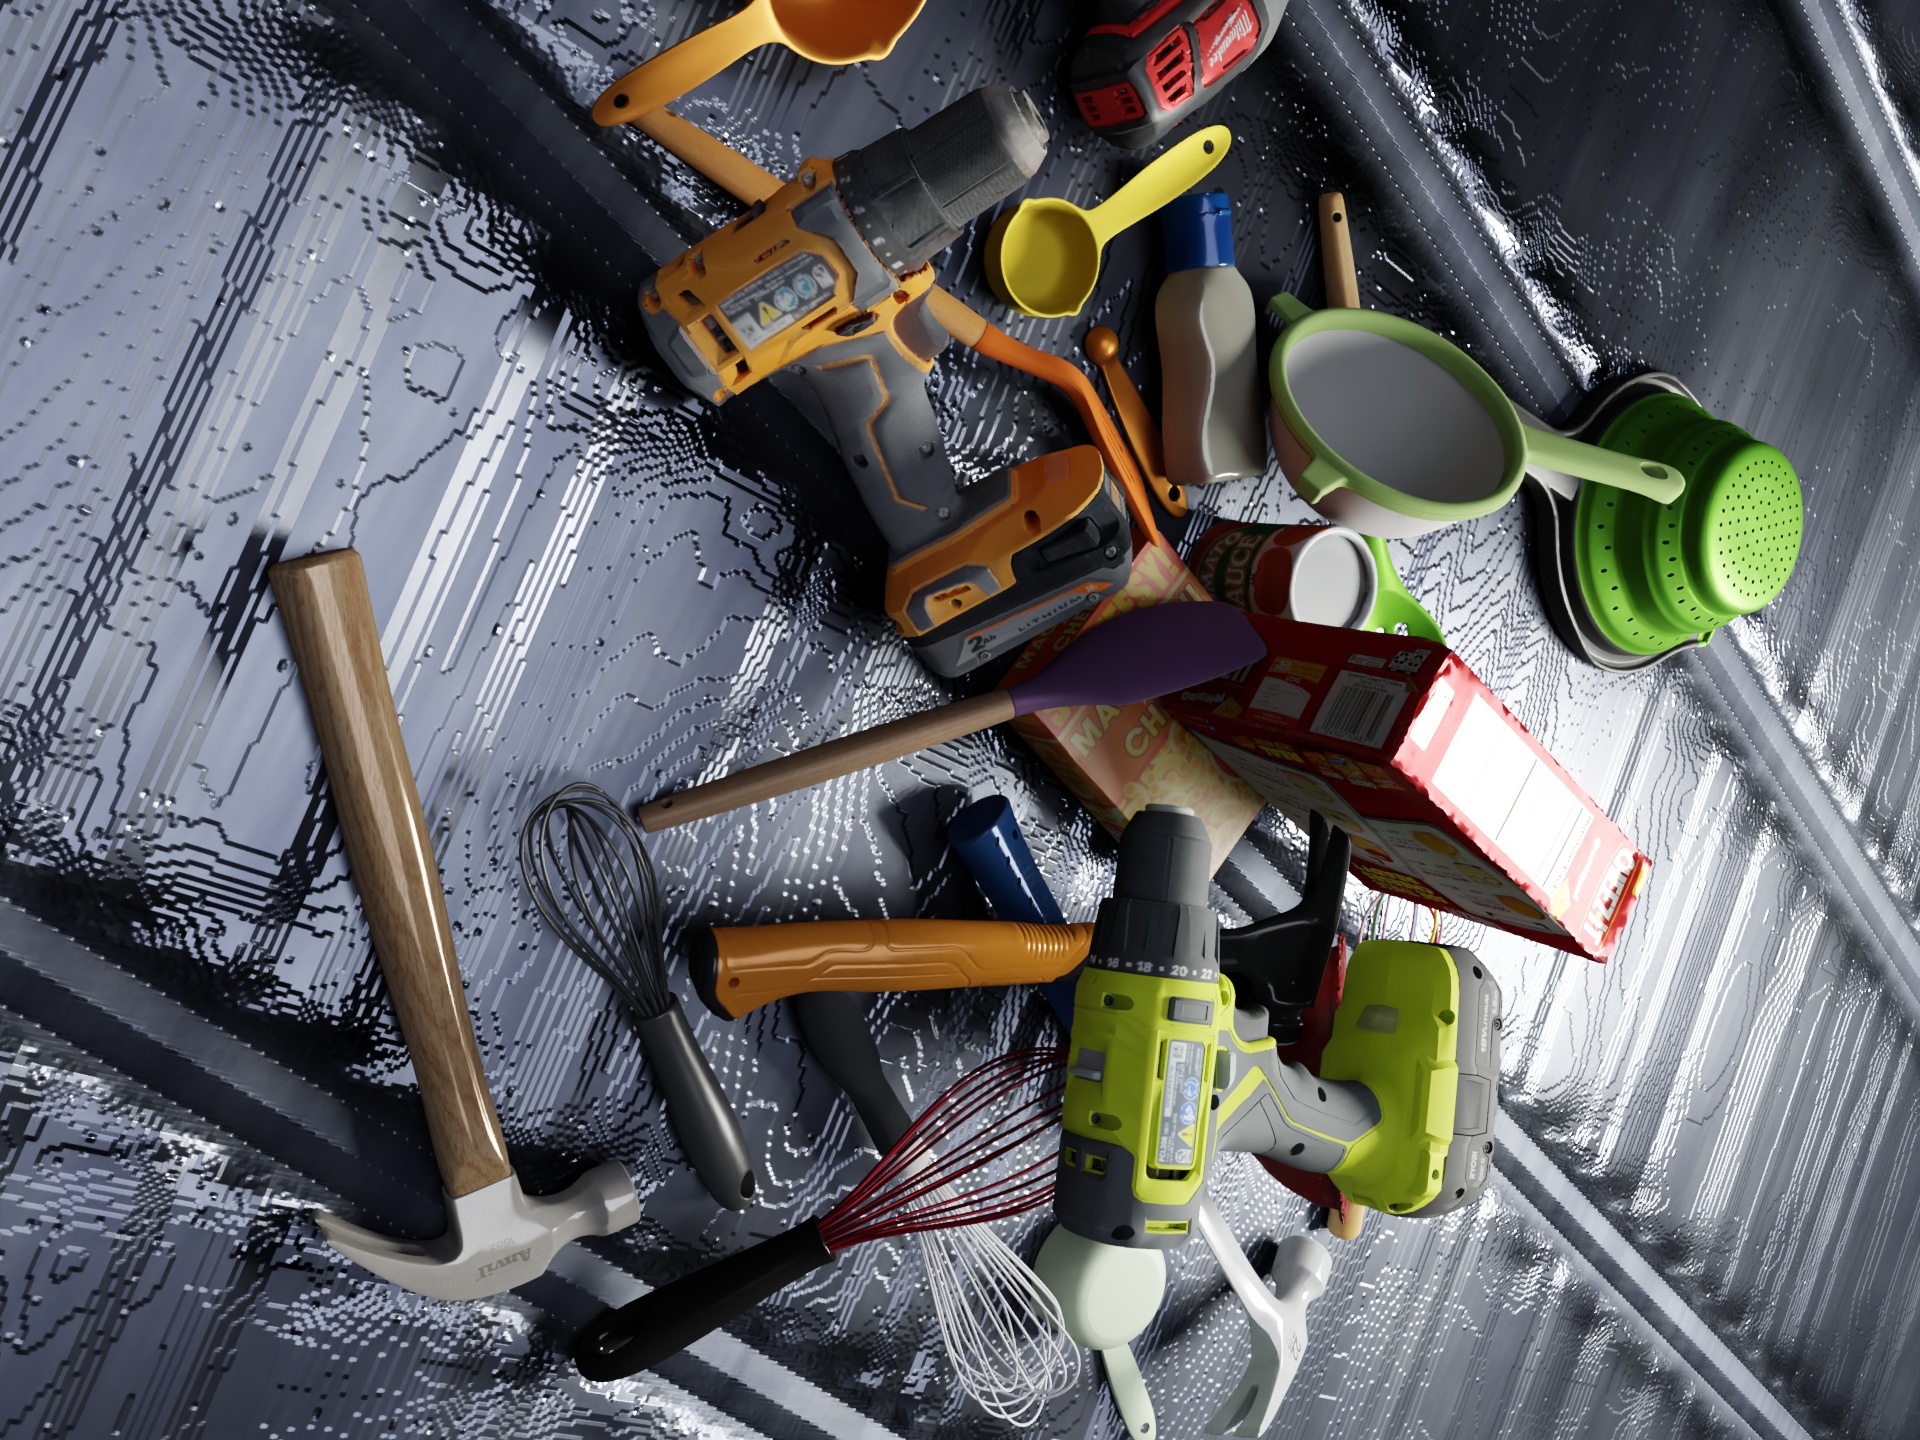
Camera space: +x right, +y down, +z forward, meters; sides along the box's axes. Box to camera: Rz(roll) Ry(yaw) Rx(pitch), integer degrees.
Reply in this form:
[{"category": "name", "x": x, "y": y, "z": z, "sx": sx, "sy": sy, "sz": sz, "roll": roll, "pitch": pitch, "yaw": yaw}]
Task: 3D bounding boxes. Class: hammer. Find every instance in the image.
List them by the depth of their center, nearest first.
[{"category": "hammer", "x": -0.233, "y": 0.093, "z": 0.670, "sx": 0.130, "sy": 0.031, "sz": 0.331, "roll": -18, "pitch": 106, "yaw": -29}, {"category": "hammer", "x": 0.037, "y": 0.106, "z": 0.770, "sx": 0.336, "sy": 0.034, "sz": 0.127, "roll": 1, "pitch": 112, "yaw": -24}, {"category": "hammer", "x": 0.100, "y": 0.218, "z": 0.875, "sx": 0.405, "sy": 0.035, "sz": 0.144, "roll": 60, "pitch": 39, "yaw": -20}]

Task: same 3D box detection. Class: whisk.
[{"category": "whisk", "x": -0.140, "y": 0.134, "z": 0.726, "sx": 0.055, "sy": 0.055, "sz": 0.238, "roll": -30, "pitch": 116, "yaw": -25}, {"category": "whisk", "x": -0.047, "y": 0.236, "z": 0.756, "sx": 0.296, "sy": 0.073, "sz": 0.073, "roll": -27, "pitch": 112, "yaw": -5}, {"category": "whisk", "x": -0.015, "y": 0.247, "z": 0.821, "sx": 0.070, "sy": 0.070, "sz": 0.284, "roll": -34, "pitch": 109, "yaw": -24}, {"category": "whisk", "x": 0.260, "y": 0.208, "z": 0.989, "sx": 0.051, "sy": 0.047, "sz": 0.245, "roll": -4, "pitch": 105, "yaw": -55}]

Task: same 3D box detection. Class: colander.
[{"category": "colander", "x": 0.420, "y": -0.152, "z": 1.006, "sx": 0.396, "sy": 0.094, "sz": 0.204, "roll": 21, "pitch": 86, "yaw": -33}]

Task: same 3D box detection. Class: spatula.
[{"category": "spatula", "x": -0.017, "y": -0.189, "z": 0.755, "sx": 0.322, "sy": 0.081, "sz": 0.041, "roll": 28, "pitch": 122, "yaw": -25}, {"category": "spatula", "x": -0.001, "y": -0.002, "z": 0.766, "sx": 0.316, "sy": 0.060, "sz": 0.018, "roll": -18, "pitch": 139, "yaw": -14}]

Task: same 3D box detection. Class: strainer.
[{"category": "strainer", "x": 0.276, "y": -0.142, "z": 0.884, "sx": 0.256, "sy": 0.069, "sz": 0.152, "roll": 11, "pitch": 53, "yaw": -15}]

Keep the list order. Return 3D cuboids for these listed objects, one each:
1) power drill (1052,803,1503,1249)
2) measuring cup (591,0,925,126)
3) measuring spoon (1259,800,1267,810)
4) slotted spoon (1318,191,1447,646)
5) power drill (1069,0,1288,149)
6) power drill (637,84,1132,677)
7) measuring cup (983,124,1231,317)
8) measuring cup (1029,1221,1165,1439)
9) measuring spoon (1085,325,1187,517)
[{"category": "power drill", "x": 0.150, "y": 0.147, "z": 0.751, "sx": 0.228, "sy": 0.080, "sz": 0.190, "roll": 12, "pitch": 81, "yaw": -31}, {"category": "measuring cup", "x": -0.093, "y": -0.313, "z": 0.681, "sx": 0.173, "sy": 0.052, "sz": 0.095, "roll": -34, "pitch": 148, "yaw": -6}, {"category": "measuring spoon", "x": 0.165, "y": 0.058, "z": 0.923, "sx": 0.124, "sy": 0.018, "sz": 0.034, "roll": -42, "pitch": 117, "yaw": -19}, {"category": "slotted spoon", "x": 0.238, "y": -0.147, "z": 0.931, "sx": 0.070, "sy": 0.031, "sz": 0.313, "roll": -12, "pitch": 102, "yaw": -6}, {"category": "power drill", "x": 0.083, "y": -0.408, "z": 0.768, "sx": 0.143, "sy": 0.079, "sz": 0.219, "roll": -43, "pitch": 120, "yaw": -18}, {"category": "power drill", "x": -0.004, "y": -0.148, "z": 0.703, "sx": 0.185, "sy": 0.084, "sz": 0.226, "roll": -28, "pitch": 119, "yaw": 19}, {"category": "measuring cup", "x": 0.075, "y": -0.259, "z": 0.806, "sx": 0.156, "sy": 0.029, "sz": 0.062, "roll": -38, "pitch": 117, "yaw": -18}, {"category": "measuring cup", "x": 0.095, "y": 0.357, "z": 0.911, "sx": 0.083, "sy": 0.038, "sz": 0.167, "roll": -27, "pitch": 109, "yaw": -26}, {"category": "measuring spoon", "x": 0.098, "y": -0.158, "z": 0.851, "sx": 0.021, "sy": 0.011, "sz": 0.116, "roll": -40, "pitch": 116, "yaw": -21}]
